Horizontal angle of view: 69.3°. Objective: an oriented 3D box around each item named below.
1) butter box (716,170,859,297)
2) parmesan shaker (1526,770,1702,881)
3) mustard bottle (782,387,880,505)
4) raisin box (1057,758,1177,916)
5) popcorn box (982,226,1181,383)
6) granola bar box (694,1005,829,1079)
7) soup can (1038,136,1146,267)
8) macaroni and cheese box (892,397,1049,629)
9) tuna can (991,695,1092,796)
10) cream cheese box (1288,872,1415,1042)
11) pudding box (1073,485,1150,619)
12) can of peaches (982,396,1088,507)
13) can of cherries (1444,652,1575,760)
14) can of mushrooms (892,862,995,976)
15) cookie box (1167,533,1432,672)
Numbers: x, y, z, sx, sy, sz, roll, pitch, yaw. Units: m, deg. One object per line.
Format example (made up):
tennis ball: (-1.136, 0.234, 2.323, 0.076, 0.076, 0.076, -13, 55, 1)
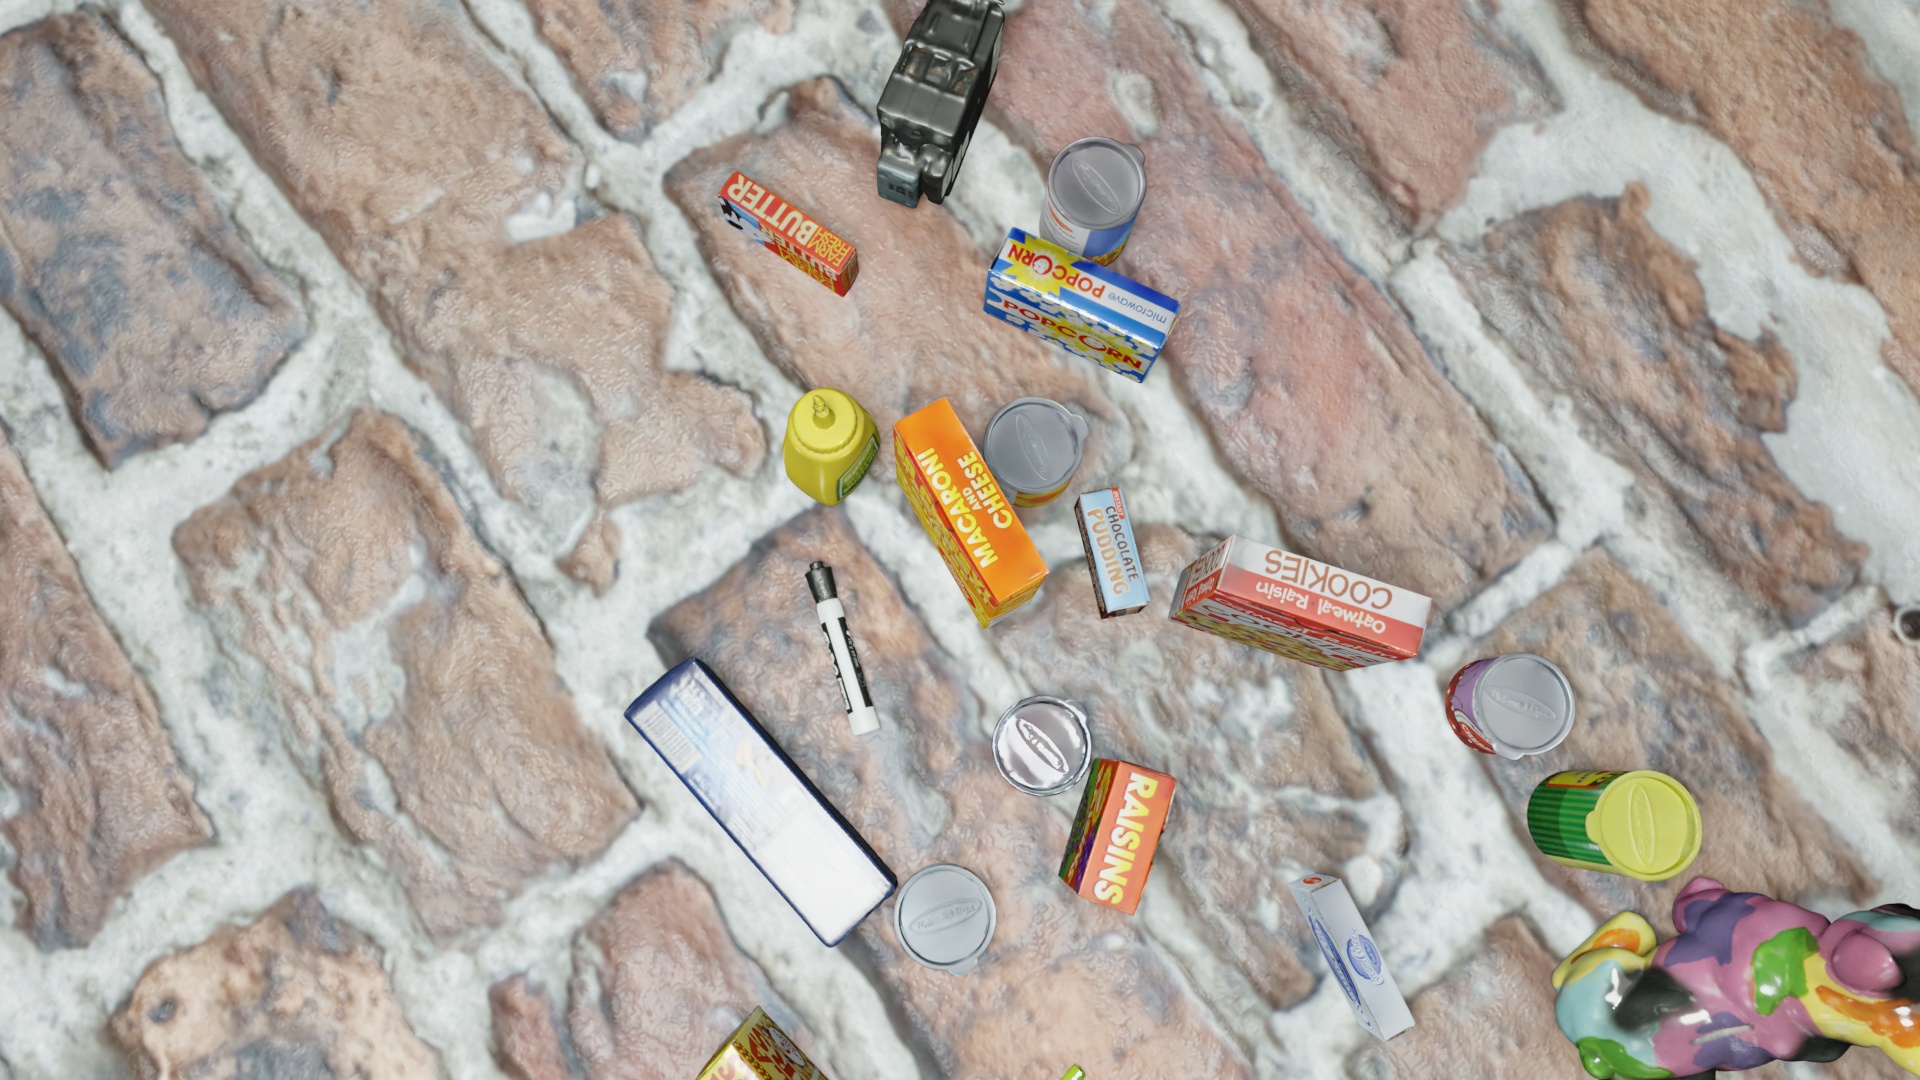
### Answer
butter box: (-0.119, -0.213, 0.970, 0.103, 0.053, 0.024, 34, 82, 4)
parmesan shaker: (0.413, 0.180, 0.892, 0.071, 0.103, 0.071, 0, 81, -1)
mustard bottle: (-0.085, -0.065, 0.892, 0.049, 0.160, 0.065, 35, 82, 4)
raisin box: (0.097, 0.183, 0.874, 0.040, 0.123, 0.086, 19, 81, 2)
popcorn box: (0.081, -0.159, 0.949, 0.127, 0.085, 0.038, 25, 81, 3)
granola bar box: (-0.086, 0.365, 0.839, 0.039, 0.124, 0.165, -44, 84, -7)
soup can: (0.092, -0.233, 0.962, 0.071, 0.083, 0.071, 0, 81, -1)
macaroni and cheese box: (0.003, -0.011, 0.882, 0.040, 0.166, 0.124, -30, 83, -5)
tuna can: (0.055, 0.135, 0.926, 0.071, 0.033, 0.071, 0, 81, -1)
cream cheese box: (0.252, 0.267, 0.899, 0.024, 0.053, 0.104, -26, 82, -5)
pudding box: (0.102, 0.009, 0.940, 0.030, 0.049, 0.084, -12, 81, -3)
can of peaches: (0.050, -0.060, 0.946, 0.071, 0.058, 0.071, 0, 81, -1)
can of cherries: (0.363, 0.112, 0.925, 0.071, 0.058, 0.071, 0, 81, -1)
can of mushrooms: (-0.010, 0.247, 0.906, 0.071, 0.033, 0.071, 0, 81, -1)
cookie box: (0.207, 0.045, 0.877, 0.123, 0.167, 0.040, 18, 81, 2)
